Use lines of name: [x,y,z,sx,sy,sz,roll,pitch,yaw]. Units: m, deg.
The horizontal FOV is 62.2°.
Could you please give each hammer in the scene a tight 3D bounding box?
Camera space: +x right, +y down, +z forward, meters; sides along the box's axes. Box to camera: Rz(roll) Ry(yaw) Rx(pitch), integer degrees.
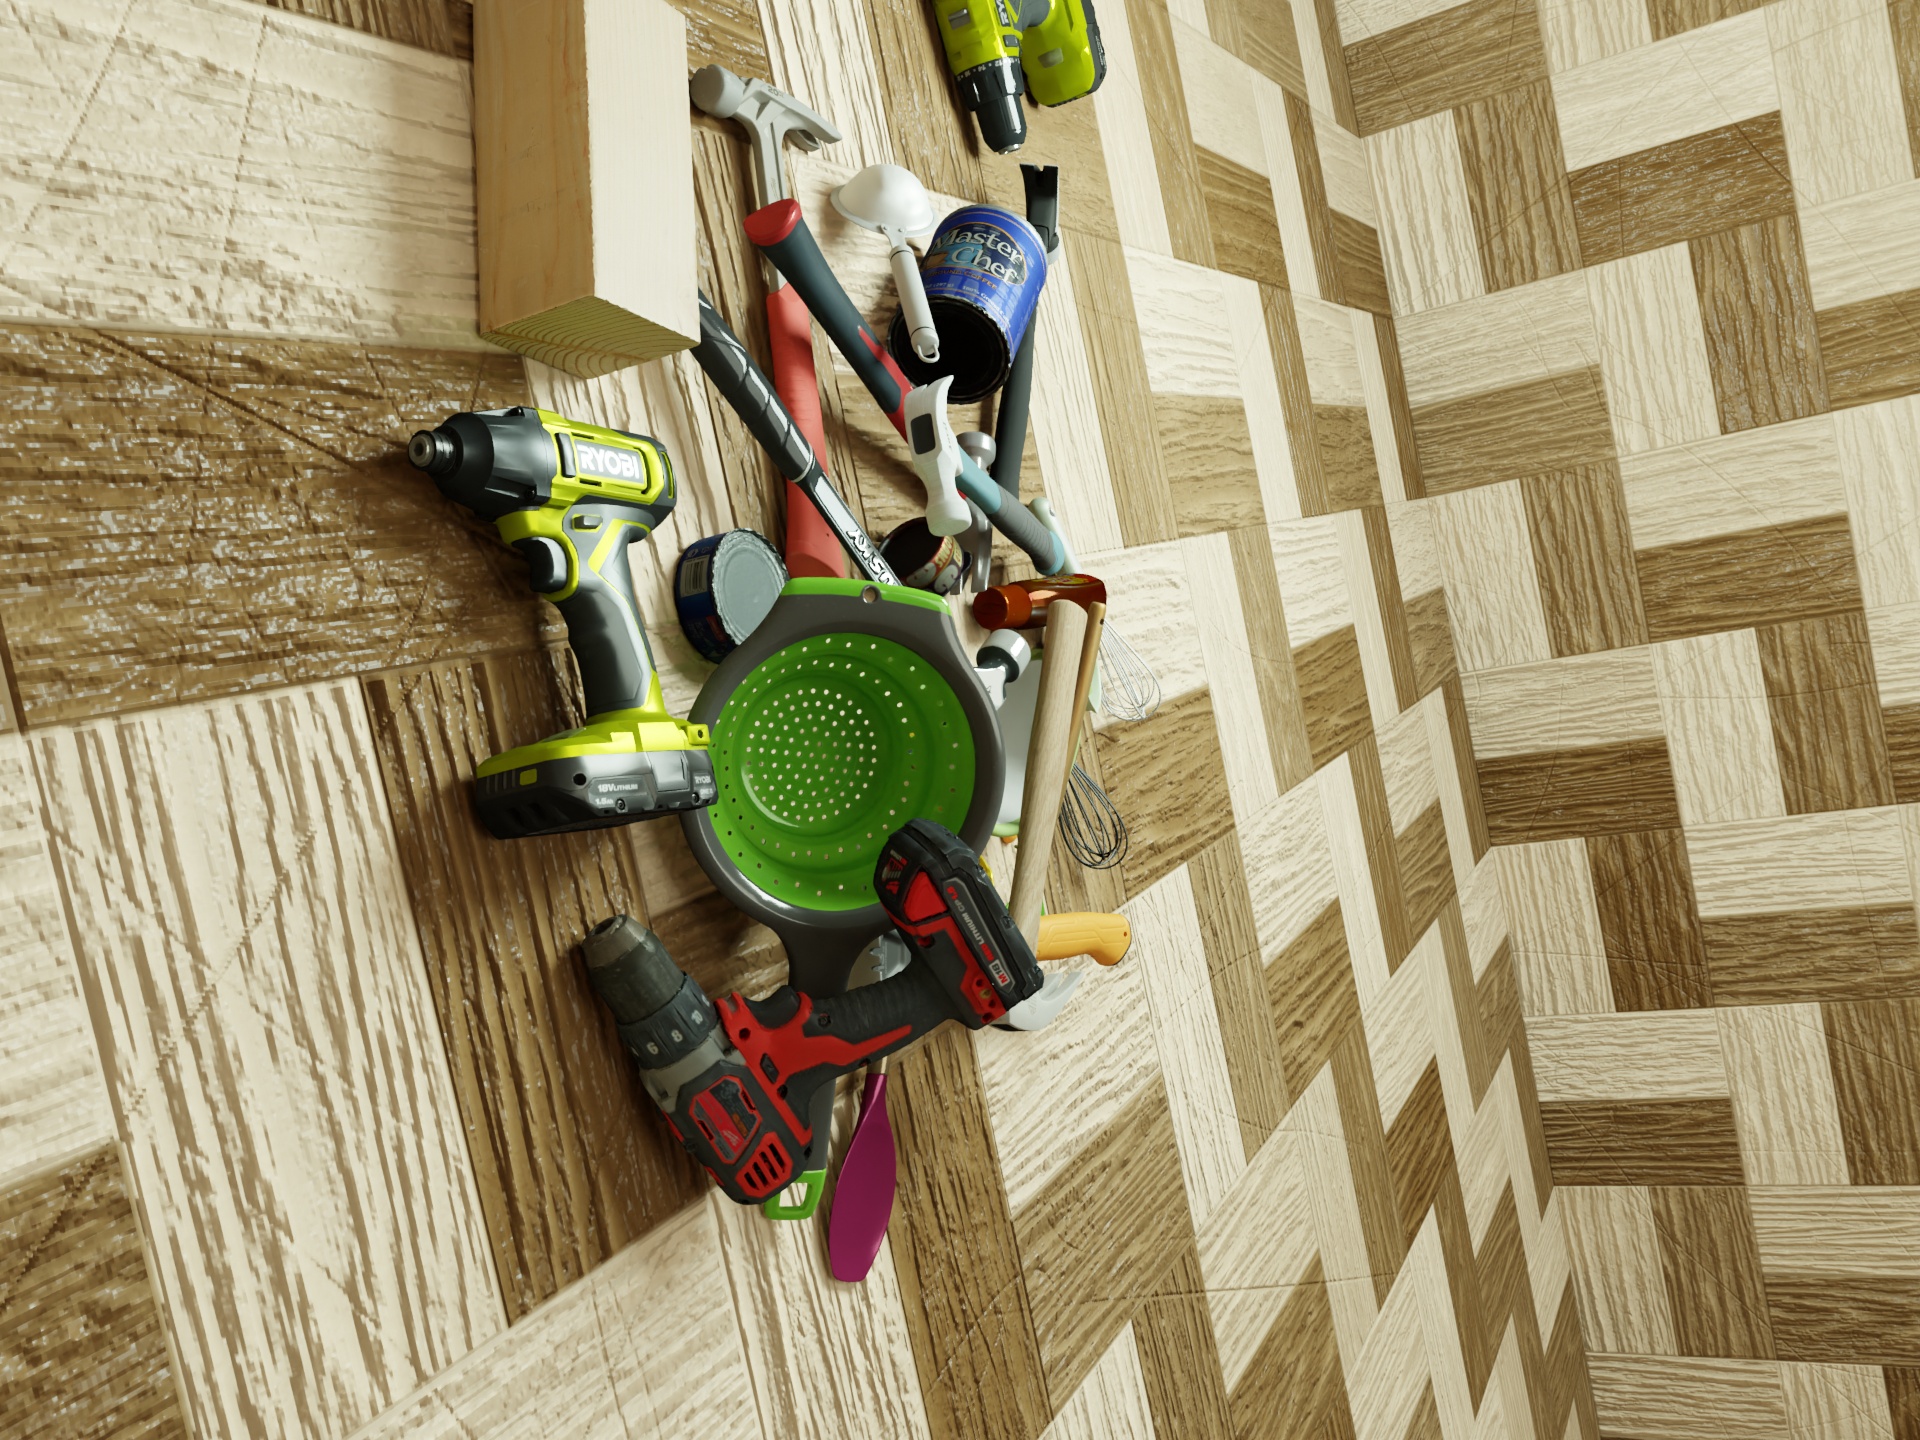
hammer: [0.059,0.064,1.164,0.129,0.031,0.331,37,55,-47]
hammer: [-0.098,-0.151,1.049,0.408,0.036,0.149,54,45,-20]
hammer: [-0.054,-0.232,1.162,0.386,0.038,0.143,45,43,-60]
hammer: [-0.115,-0.272,1.130,0.149,0.037,0.359,0,81,-61]
hammer: [0.026,-0.169,1.238,0.330,0.033,0.128,25,50,-70]
hammer: [0.056,-0.339,1.419,0.146,0.035,0.335,80,17,-68]
hammer: [0.033,0.155,1.171,0.336,0.034,0.127,7,81,-55]

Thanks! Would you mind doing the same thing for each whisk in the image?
whisk: [0.087,0.028,1.391,0.238,0.055,0.055,65,32,-19]
whisk: [0.123,-0.101,1.492,0.246,0.059,0.058,62,22,-22]

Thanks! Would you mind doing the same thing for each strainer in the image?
strainer: [-0.043,-0.351,1.187,0.087,0.050,0.259,1,51,-19]
strainer: [-0.002,-0.004,1.211,0.256,0.069,0.151,29,80,-51]

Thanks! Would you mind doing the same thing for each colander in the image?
colander: [-0.092,0.108,1.001,0.204,0.094,0.397,6,95,-20]

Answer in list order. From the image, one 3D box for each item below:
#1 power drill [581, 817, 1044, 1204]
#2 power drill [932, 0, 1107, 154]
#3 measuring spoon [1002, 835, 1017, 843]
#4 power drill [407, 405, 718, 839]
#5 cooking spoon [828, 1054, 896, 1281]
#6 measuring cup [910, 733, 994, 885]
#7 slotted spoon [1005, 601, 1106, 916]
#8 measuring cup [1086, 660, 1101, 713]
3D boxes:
power drill: [-0.087,0.147,0.914,0.226,0.080,0.187,-34,109,-12]
power drill: [0.055,-0.638,1.505,0.228,0.080,0.190,-37,113,-55]
measuring spoon: [0.039,0.045,1.332,0.021,0.011,0.117,13,70,-59]
power drill: [-0.213,-0.054,0.856,0.171,0.080,0.223,-2,79,-61]
cooking spoon: [-0.053,0.216,1.086,0.068,0.017,0.319,32,60,-53]
measuring cup: [-0.019,0.082,1.215,0.062,0.029,0.156,-24,90,-60]
slotted spoon: [0.071,0.060,1.250,0.070,0.031,0.314,12,93,-52]
measuring cup: [0.086,-0.046,1.390,0.167,0.038,0.083,5,77,-71]
